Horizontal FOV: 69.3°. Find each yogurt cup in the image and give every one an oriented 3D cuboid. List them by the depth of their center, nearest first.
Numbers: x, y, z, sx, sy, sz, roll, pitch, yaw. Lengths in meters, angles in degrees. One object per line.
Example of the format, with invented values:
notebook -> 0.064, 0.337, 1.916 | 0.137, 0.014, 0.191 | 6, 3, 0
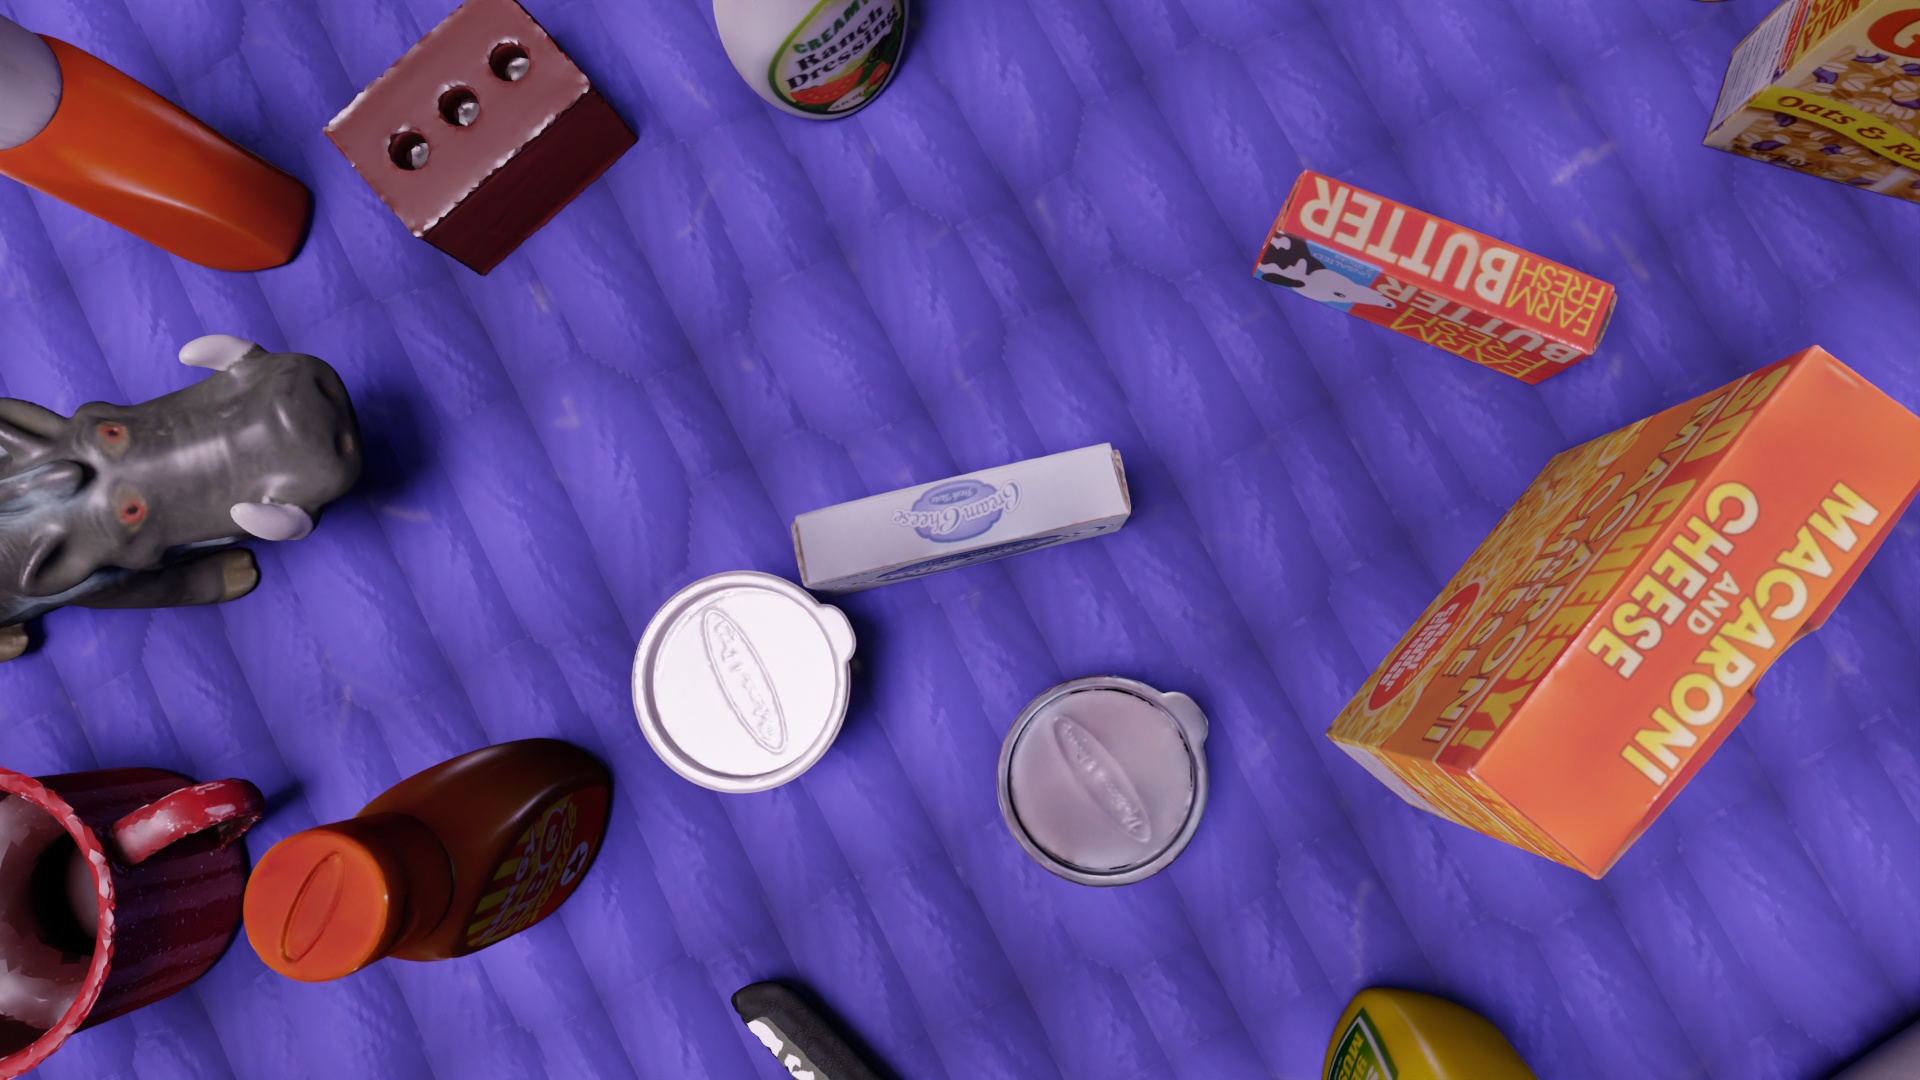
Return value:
yogurt cup -> -0.066, 0.045, 0.449 | 0.072, 0.054, 0.072 | 0, 85, 4

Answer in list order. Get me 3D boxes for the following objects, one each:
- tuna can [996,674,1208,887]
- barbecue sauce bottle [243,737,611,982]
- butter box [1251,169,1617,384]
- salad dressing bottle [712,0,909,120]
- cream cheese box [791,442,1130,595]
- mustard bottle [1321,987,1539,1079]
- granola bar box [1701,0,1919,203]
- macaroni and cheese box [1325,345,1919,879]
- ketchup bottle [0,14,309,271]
tuna can -> 0.047, 0.075, 0.449 | 0.071, 0.033, 0.071 | 0, 85, 4
barbecue sauce bottle -> -0.149, 0.093, 0.403 | 0.044, 0.148, 0.065 | 25, 87, 6
butter box -> 0.149, -0.083, 0.447 | 0.103, 0.053, 0.024 | 23, 87, 6
salad dressing bottle -> -0.051, -0.177, 0.422 | 0.064, 0.147, 0.044 | -34, 84, 1
cream cheese box -> 0.002, -0.006, 0.449 | 0.104, 0.053, 0.024 | -13, 84, 3
mustard bottle -> 0.132, 0.166, 0.370 | 0.049, 0.160, 0.065 | 14, 86, 5
granola bar box -> 0.330, -0.132, 0.403 | 0.166, 0.124, 0.039 | 18, 87, 6
macaroni and cheese box -> 0.168, 0.022, 0.378 | 0.040, 0.166, 0.124 | 40, 89, 6
ketchup bottle -> -0.270, -0.125, 0.432 | 0.065, 0.148, 0.043 | 13, 86, 5
